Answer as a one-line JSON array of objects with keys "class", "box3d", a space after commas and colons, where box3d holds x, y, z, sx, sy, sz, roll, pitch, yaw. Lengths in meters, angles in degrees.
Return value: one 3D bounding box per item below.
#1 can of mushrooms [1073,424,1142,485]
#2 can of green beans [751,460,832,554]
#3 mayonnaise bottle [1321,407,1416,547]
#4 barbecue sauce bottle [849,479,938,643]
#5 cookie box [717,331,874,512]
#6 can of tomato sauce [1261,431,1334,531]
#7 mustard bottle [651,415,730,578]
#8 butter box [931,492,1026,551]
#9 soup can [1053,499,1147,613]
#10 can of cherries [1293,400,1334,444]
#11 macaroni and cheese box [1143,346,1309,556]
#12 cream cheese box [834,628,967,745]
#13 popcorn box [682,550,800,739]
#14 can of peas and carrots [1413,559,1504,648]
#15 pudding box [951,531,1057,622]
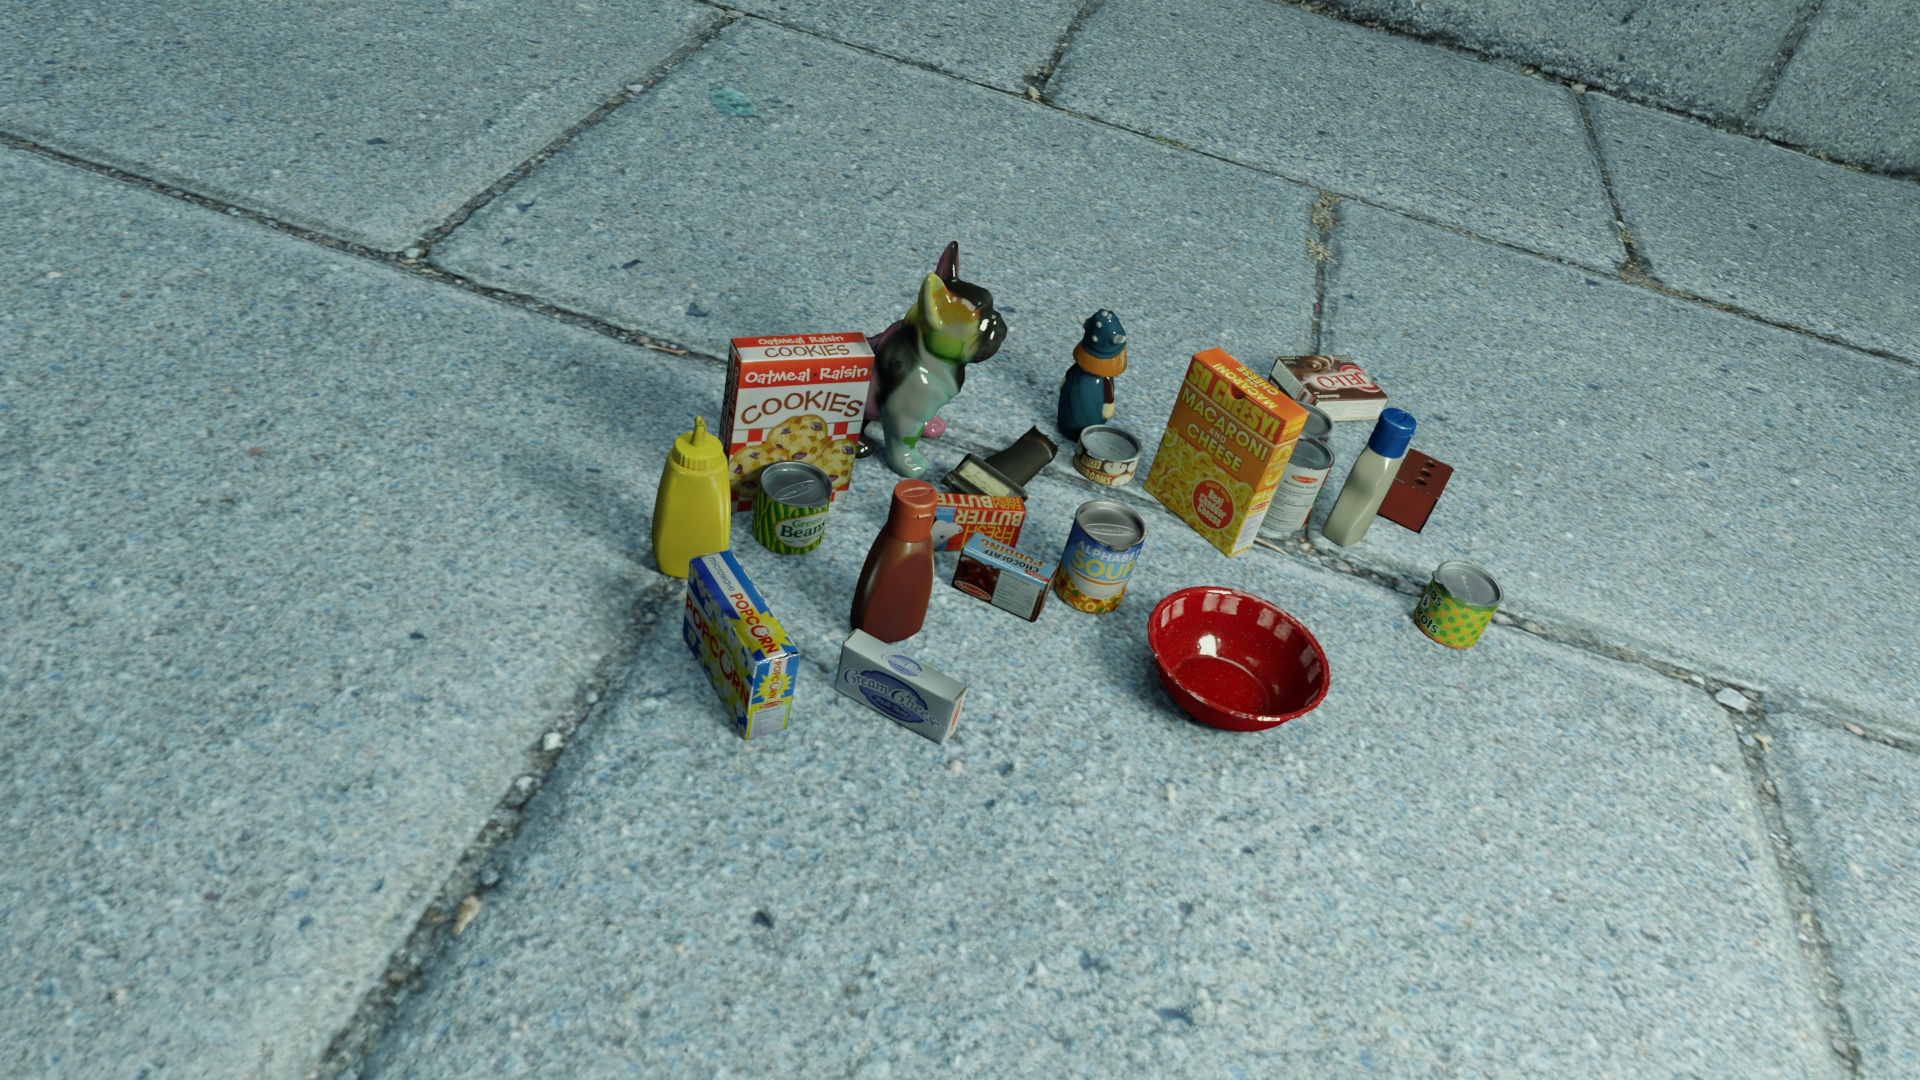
[{"class": "can of mushrooms", "box3d": [0.151, -0.088, 1.437, 0.071, 0.033, 0.071, 9, 38, -7]}, {"class": "can of green beans", "box3d": [-0.151, -0.029, 1.244, 0.071, 0.057, 0.071, 9, 38, -7]}, {"class": "mayonnaise bottle", "box3d": [0.415, -0.065, 1.403, 0.041, 0.147, 0.065, 34, 42, 23]}, {"class": "barbecue sauce bottle", "box3d": [-0.050, 0.018, 1.145, 0.065, 0.147, 0.044, -10, 44, -28]}, {"class": "cookie box", "box3d": [-0.153, -0.107, 1.251, 0.123, 0.166, 0.040, -7, 43, -26]}, {"class": "can of tomato sauce", "box3d": [0.337, -0.062, 1.426, 0.071, 0.082, 0.071, 9, 38, -7]}, {"class": "mustard bottle", "box3d": [-0.220, -0.040, 1.152, 0.065, 0.159, 0.049, 3, 39, -15]}, {"class": "butter box", "box3d": [0.005, -0.016, 1.283, 0.104, 0.052, 0.024, 2, 39, -16]}, {"class": "soup can", "box3d": [0.126, 0.017, 1.257, 0.071, 0.083, 0.072, 9, 38, -7]}, {"class": "can of cherries", "box3d": [0.367, -0.110, 1.516, 0.071, 0.058, 0.072, 9, 38, -7]}, {"class": "macaroni and cheese box", "box3d": [0.257, -0.086, 1.362, 0.040, 0.165, 0.124, -20, 50, -37]}, {"class": "cream cheese box", "box3d": [-0.049, 0.116, 1.100, 0.104, 0.053, 0.024, 26, 39, 14]}, {"class": "popcorn box", "box3d": [-0.173, 0.080, 1.079, 0.038, 0.084, 0.127, -13, 46, -31]}, {"class": "can of peas and carrots", "box3d": [0.477, 0.061, 1.339, 0.071, 0.058, 0.071, 9, 38, -7]}, {"class": "pudding box", "box3d": [0.039, 0.032, 1.237, 0.084, 0.049, 0.030, 23, 38, 11]}]
